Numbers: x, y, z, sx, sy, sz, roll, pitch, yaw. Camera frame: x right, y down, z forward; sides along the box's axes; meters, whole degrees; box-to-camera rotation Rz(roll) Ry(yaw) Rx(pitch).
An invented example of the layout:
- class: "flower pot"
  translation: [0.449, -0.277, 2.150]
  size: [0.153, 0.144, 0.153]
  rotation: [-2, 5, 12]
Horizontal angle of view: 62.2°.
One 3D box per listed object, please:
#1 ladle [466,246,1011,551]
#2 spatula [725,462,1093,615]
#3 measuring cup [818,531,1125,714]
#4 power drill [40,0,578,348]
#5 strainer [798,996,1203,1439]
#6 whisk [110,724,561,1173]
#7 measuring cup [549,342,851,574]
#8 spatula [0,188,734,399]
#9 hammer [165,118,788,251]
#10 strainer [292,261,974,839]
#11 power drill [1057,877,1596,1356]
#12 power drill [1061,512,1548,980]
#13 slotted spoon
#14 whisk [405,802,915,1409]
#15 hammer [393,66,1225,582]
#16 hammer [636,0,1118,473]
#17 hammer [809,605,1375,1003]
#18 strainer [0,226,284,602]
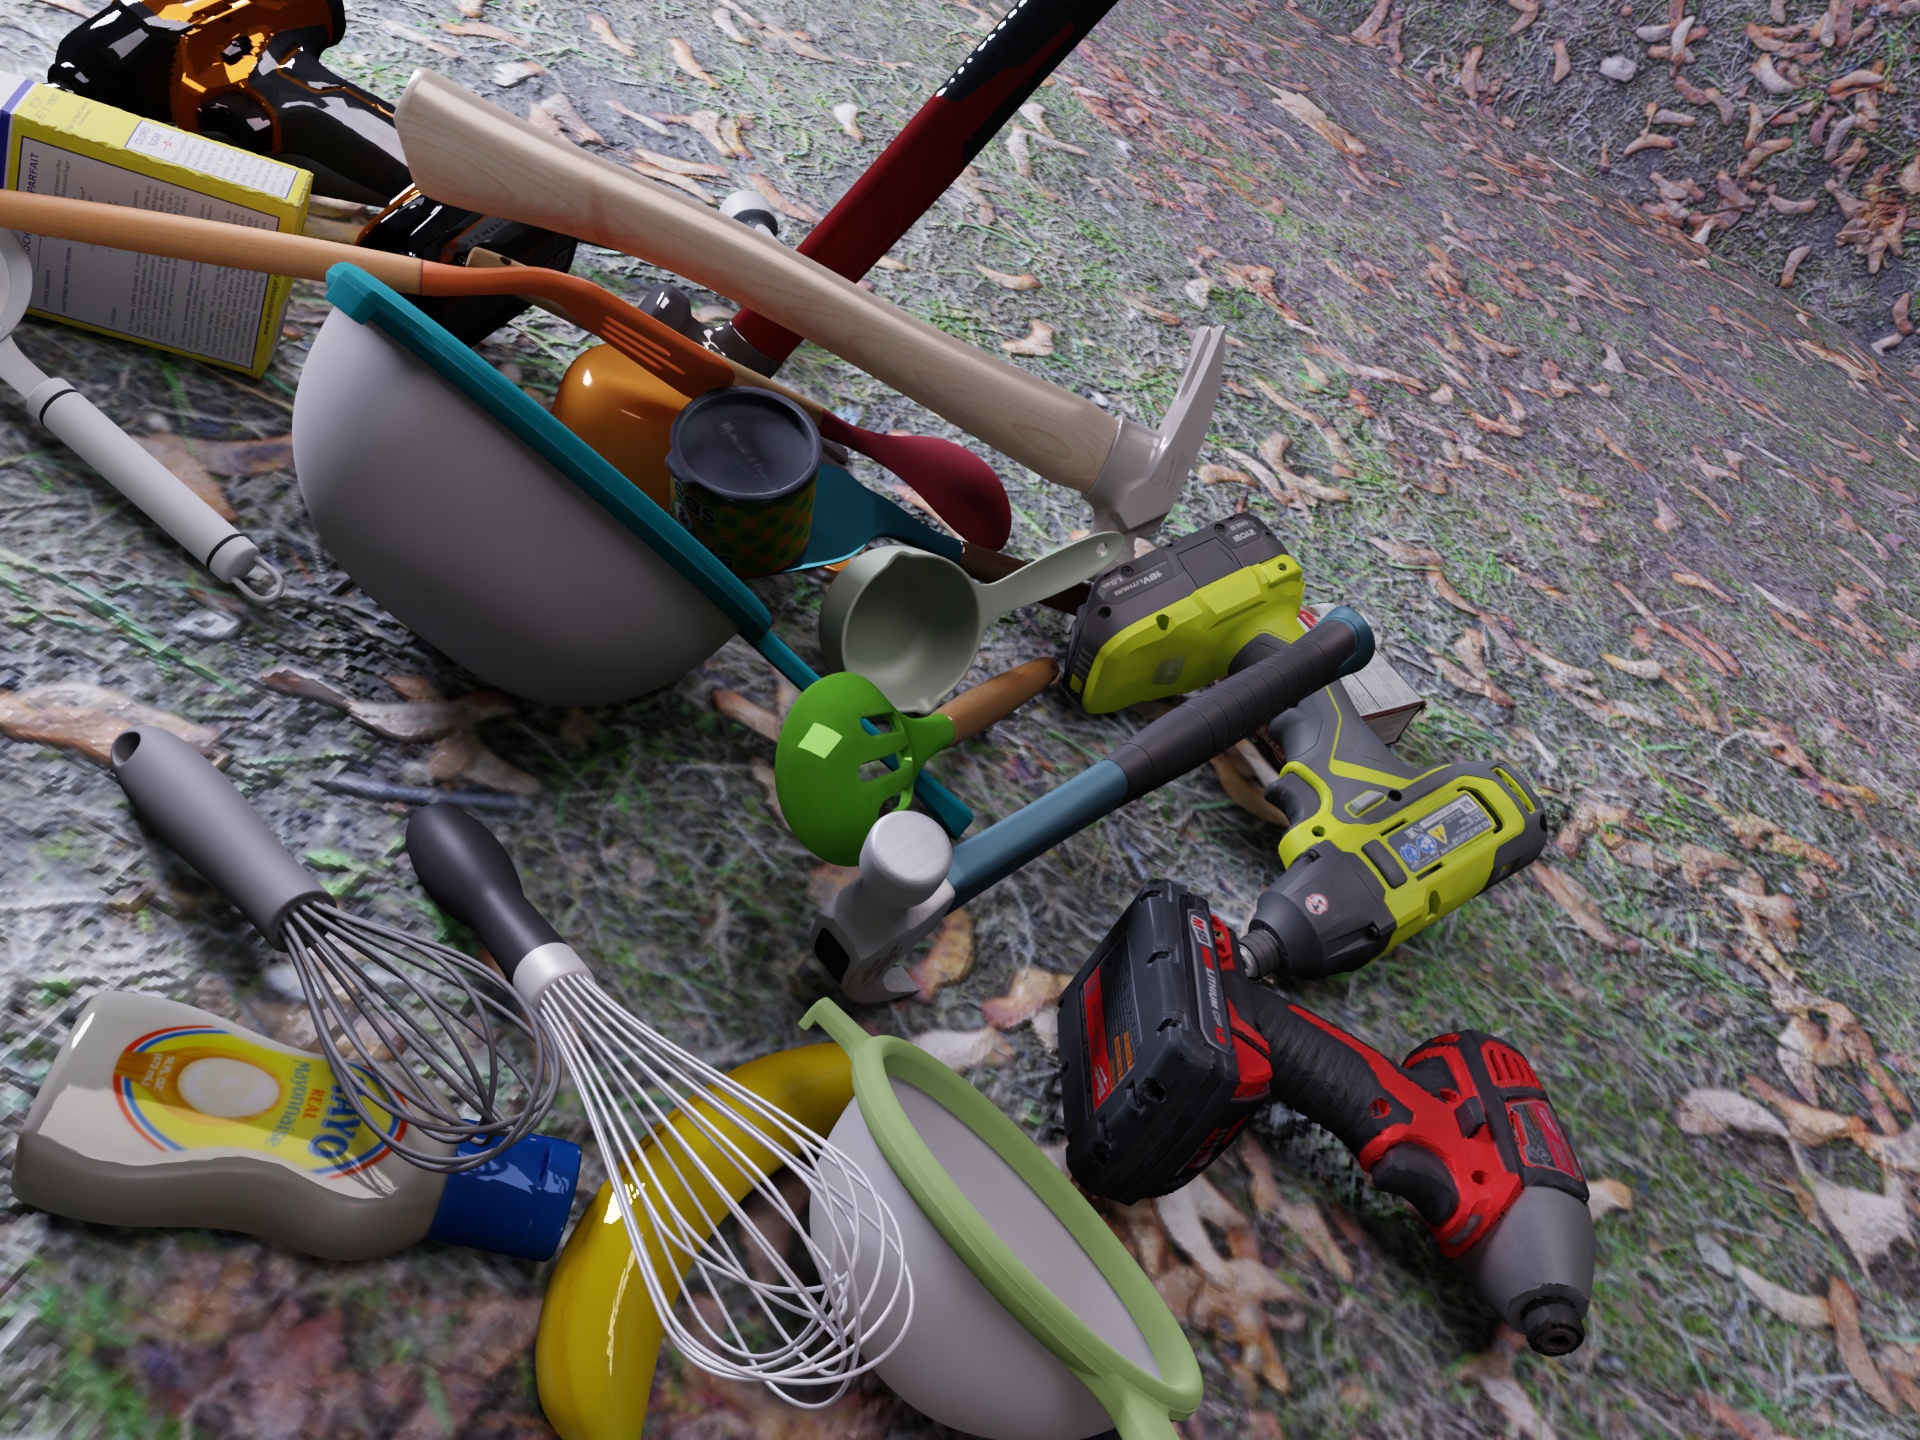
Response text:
- class: "ladle"
  translation: [-0.095, -0.162, 0.800]
  size: [0.315, 0.031, 0.069]
  rotation: [21, 42, -29]
- class: "spatula"
  translation: [0.009, -0.074, 0.824]
  size: [0.317, 0.044, 0.082]
  rotation: [16, 49, -37]
- class: "measuring cup"
  translation: [0.006, -0.062, 0.767]
  size: [0.167, 0.083, 0.038]
  rotation: [-25, 30, -27]
- class: "power drill"
  translation: [-0.318, -0.277, 0.777]
  size: [0.226, 0.084, 0.164]
  rotation: [40, 54, 0]
- class: "strainer"
  translation: [0.021, 0.199, 0.461]
  size: [0.151, 0.069, 0.257]
  rotation: [44, 3, -35]
- class: "whisk"
  translation: [-0.204, 0.059, 0.494]
  size: [0.239, 0.055, 0.055]
  rotation: [32, 33, 31]
- class: "measuring cup"
  translation: [-0.122, -0.130, 0.797]
  size: [0.173, 0.052, 0.095]
  rotation: [27, 37, -2]
- class: "spatula"
  translation: [-0.258, -0.185, 0.682]
  size: [0.322, 0.041, 0.081]
  rotation: [5, -1, -18]
- class: "hammer"
  translation: [-0.278, -0.285, 0.884]
  size: [0.408, 0.036, 0.149]
  rotation: [4, 45, -30]
- class: "strainer"
  translation: [-0.139, -0.032, 0.645]
  size: [0.340, 0.095, 0.211]
  rotation: [42, -5, -21]
- class: "power drill"
  translation: [0.152, 0.161, 0.631]
  size: [0.219, 0.078, 0.143]
  rotation: [24, 30, -15]
- class: "power drill"
  translation: [0.155, 0.015, 0.788]
  size: [0.171, 0.080, 0.223]
  rotation: [-25, 63, -22]
- class: "slotted spoon"
  translation: [-0.001, -0.002, 0.683]
  size: [0.314, 0.031, 0.070]
  rotation: [-29, 109, -70]
- class: "whisk"
  translation: [-0.113, 0.100, 0.493]
  size: [0.070, 0.070, 0.285]
  rotation: [-8, 32, -40]
- class: "hammer"
  translation: [-0.062, -0.207, 0.766]
  size: [0.410, 0.146, 0.038]
  rotation: [23, 4, -20]
- class: "hammer"
  translation: [0.007, -0.280, 0.779]
  size: [0.143, 0.386, 0.038]
  rotation: [33, 31, -30]
- class: "hammer"
  translation: [0.071, 0.021, 0.661]
  size: [0.331, 0.128, 0.033]
  rotation: [-28, 70, -37]
- class: "strainer"
  translation: [-0.371, -0.131, 0.640]
  size: [0.258, 0.050, 0.087]
  rotation: [41, 64, 3]
